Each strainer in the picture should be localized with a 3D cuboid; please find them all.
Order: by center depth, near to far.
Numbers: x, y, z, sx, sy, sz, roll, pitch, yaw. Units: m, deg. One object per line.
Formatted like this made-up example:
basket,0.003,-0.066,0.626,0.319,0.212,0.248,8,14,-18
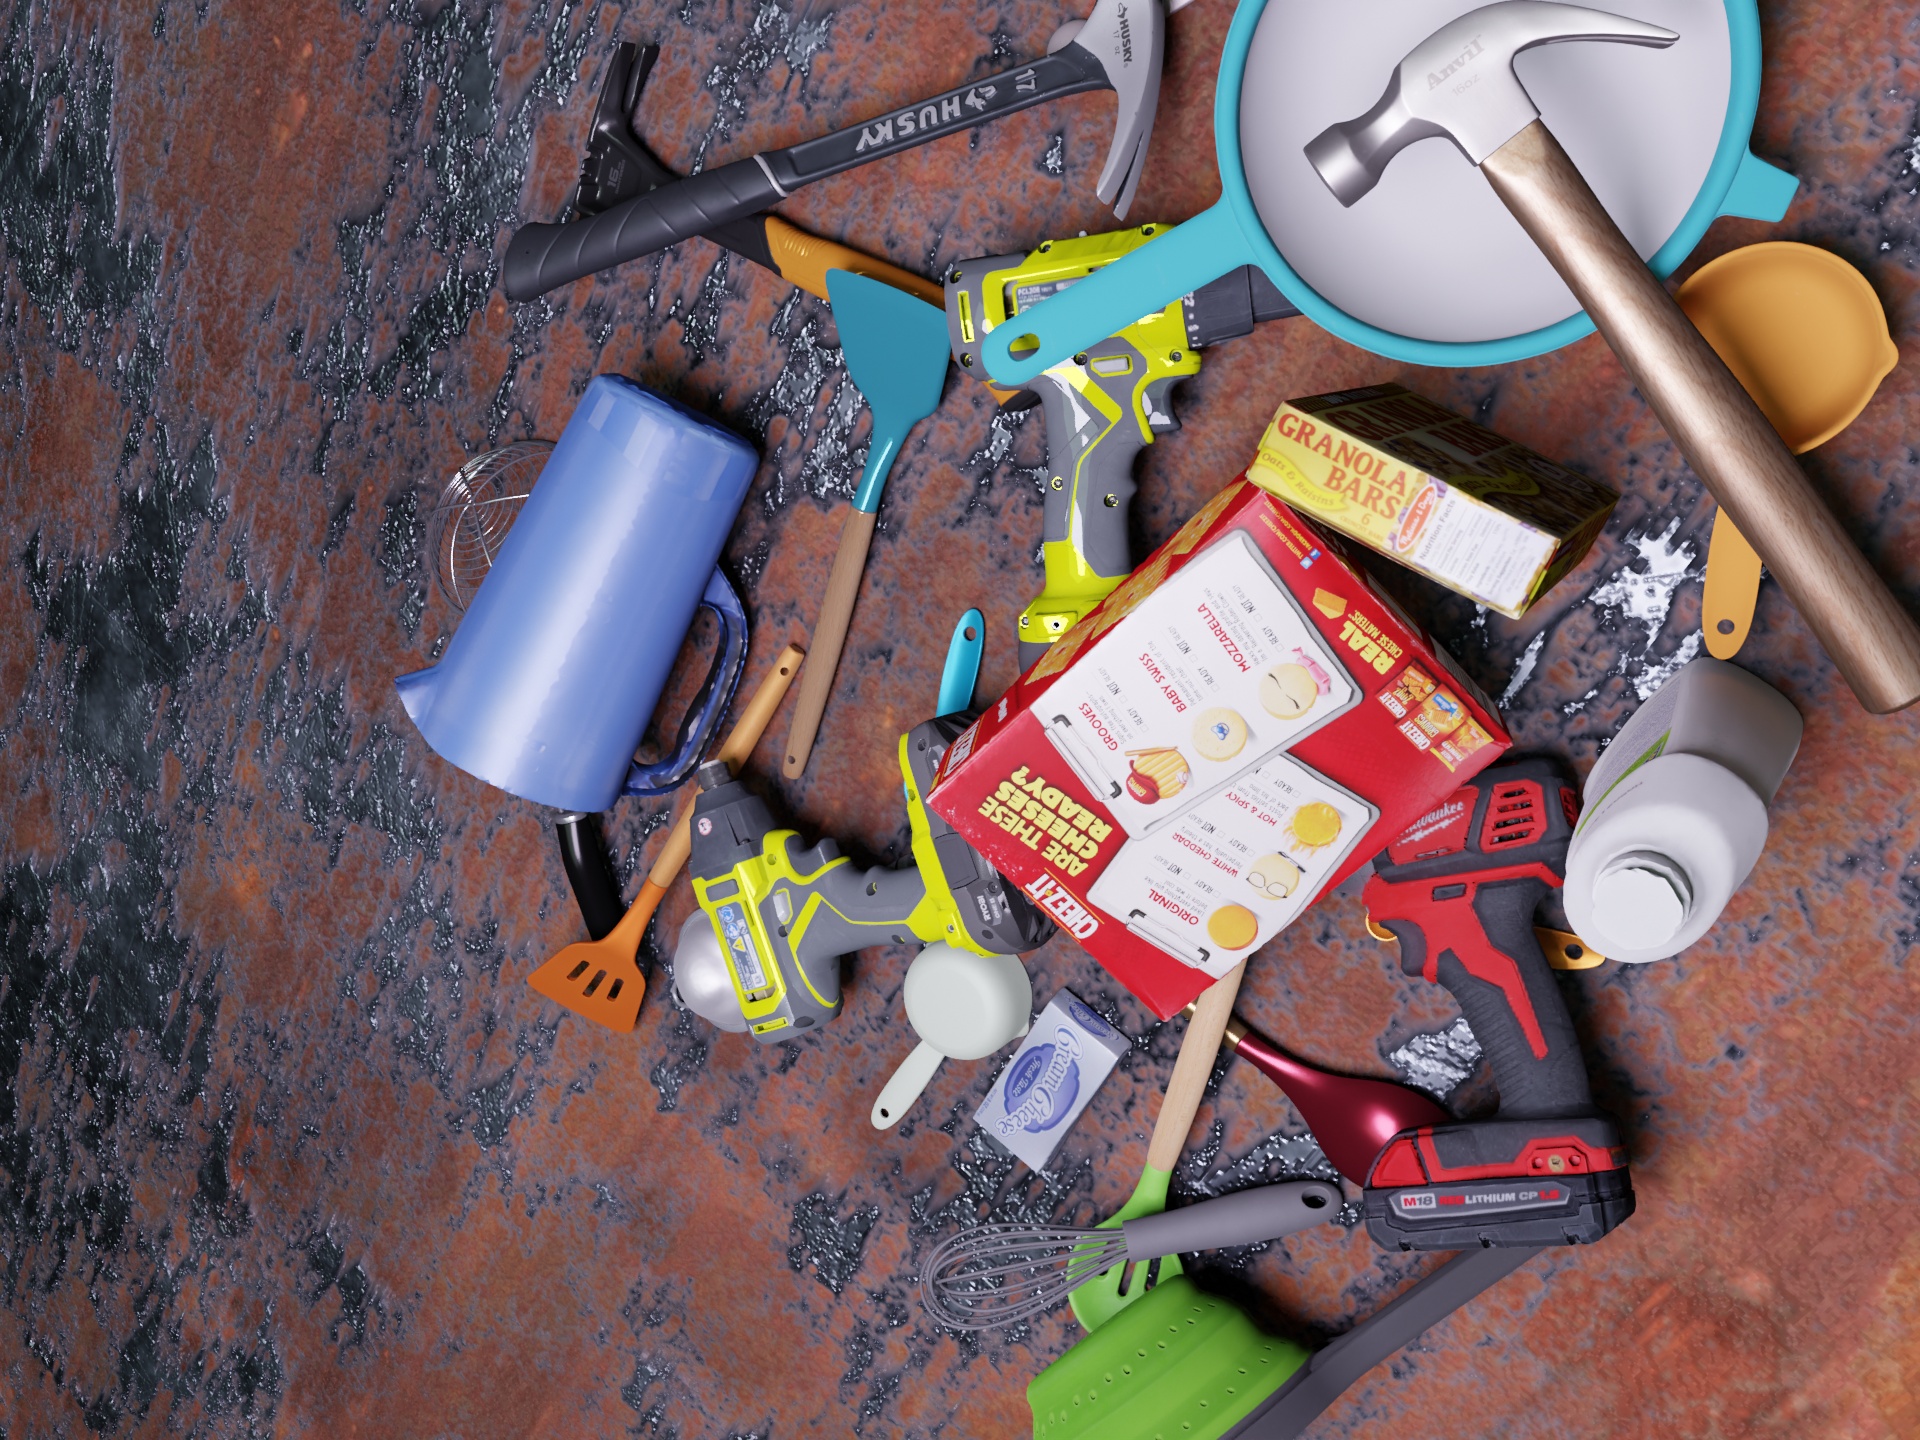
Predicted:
strainer,0.166,-0.239,0.708,0.340,0.095,0.211,-24,100,22
strainer,-0.111,0.137,1.015,0.258,0.050,0.087,-30,81,29

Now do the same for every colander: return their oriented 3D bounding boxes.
colander,0.164,0.315,0.838,0.397,0.204,0.095,-41,70,12

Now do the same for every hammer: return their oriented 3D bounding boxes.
hammer,0.289,-0.141,0.637,0.130,0.031,0.331,-37,95,23
hammer,-0.083,-0.290,0.846,0.409,0.036,0.149,-10,78,27
hammer,-0.083,-0.268,0.902,0.337,0.034,0.127,31,116,20

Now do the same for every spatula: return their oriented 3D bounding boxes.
spatula,-0.069,-0.099,0.923,0.082,0.044,0.317,26,118,18
spatula,-0.184,0.081,1.036,0.081,0.041,0.322,30,108,-10

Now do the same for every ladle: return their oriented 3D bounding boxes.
ladle,0.136,0.161,0.885,0.316,0.031,0.069,36,119,20

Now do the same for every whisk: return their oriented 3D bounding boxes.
whisk,0.094,0.291,0.879,0.239,0.055,0.055,-14,96,3

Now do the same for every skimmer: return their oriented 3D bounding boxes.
skimmer,-0.265,-0.003,1.075,0.127,0.090,0.363,-6,109,23

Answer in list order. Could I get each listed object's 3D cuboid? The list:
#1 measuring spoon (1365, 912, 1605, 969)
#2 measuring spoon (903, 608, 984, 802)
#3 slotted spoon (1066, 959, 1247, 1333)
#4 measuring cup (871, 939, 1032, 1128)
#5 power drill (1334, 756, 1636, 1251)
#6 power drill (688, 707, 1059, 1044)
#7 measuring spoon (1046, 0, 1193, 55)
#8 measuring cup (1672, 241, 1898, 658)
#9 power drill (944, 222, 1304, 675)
measuring spoon,0.265,0.109,0.808,0.117,0.011,0.021,6,104,25
measuring spoon,-0.001,-0.003,0.933,0.042,0.021,0.128,17,101,24
slotted spoon,0.121,0.228,0.889,0.070,0.031,0.313,18,117,12
measuring cup,-0.021,0.201,0.976,0.083,0.038,0.167,41,116,16
power drill,0.235,0.134,0.761,0.143,0.078,0.220,-12,74,27
power drill,-0.059,0.081,0.918,0.223,0.080,0.171,-21,87,32
measuring spoon,0.093,-0.356,0.787,0.124,0.018,0.034,-25,89,31
measuring cup,0.341,-0.115,0.683,0.095,0.052,0.173,9,108,28
power drill,0.100,-0.131,0.795,0.190,0.080,0.228,-5,99,13
